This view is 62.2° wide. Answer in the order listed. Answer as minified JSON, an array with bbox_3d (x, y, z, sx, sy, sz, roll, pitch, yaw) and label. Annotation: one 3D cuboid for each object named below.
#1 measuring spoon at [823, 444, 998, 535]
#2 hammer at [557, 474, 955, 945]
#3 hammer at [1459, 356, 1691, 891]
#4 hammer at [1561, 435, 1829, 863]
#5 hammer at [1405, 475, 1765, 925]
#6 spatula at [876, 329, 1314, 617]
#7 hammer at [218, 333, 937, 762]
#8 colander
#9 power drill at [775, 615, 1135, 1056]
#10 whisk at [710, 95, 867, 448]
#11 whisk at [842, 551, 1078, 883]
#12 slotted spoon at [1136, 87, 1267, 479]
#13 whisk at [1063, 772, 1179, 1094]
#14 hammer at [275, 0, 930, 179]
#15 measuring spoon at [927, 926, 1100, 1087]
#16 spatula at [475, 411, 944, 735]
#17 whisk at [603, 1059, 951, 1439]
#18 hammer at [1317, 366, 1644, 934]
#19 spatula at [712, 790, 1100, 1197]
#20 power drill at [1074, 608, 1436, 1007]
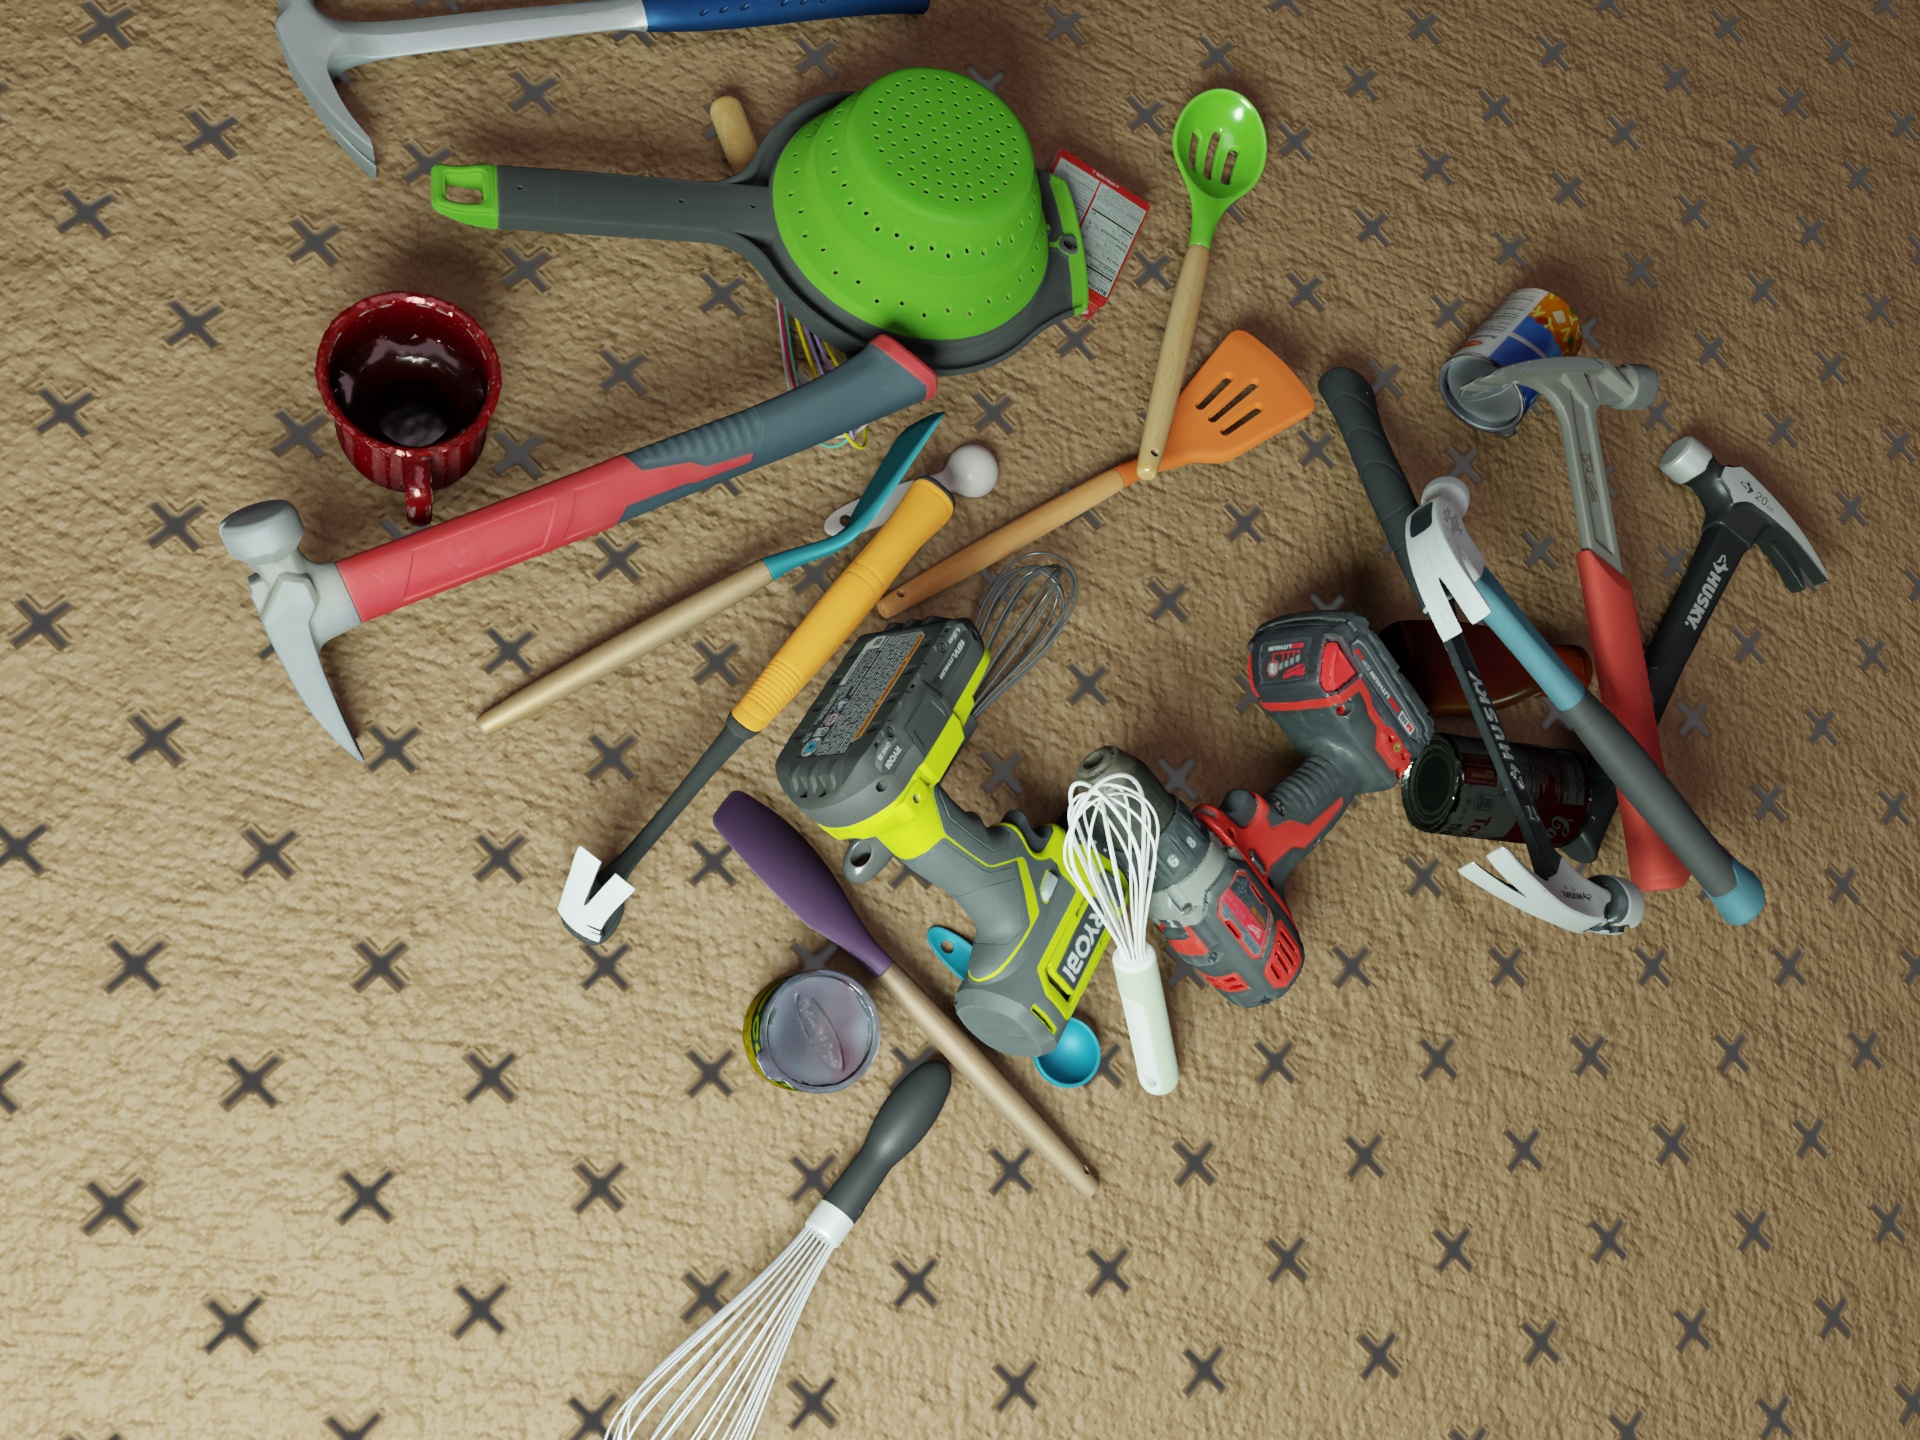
[{"bbox_3d":[-0.029,-0.142,0.988,0.124,0.018,0.034,-25,87,-21],"label":"measuring spoon"},{"bbox_3d":[-0.104,-0.020,0.890,0.034,0.127,0.337,38,65,-2],"label":"hammer"},{"bbox_3d":[0.428,-0.065,1.060,0.149,0.037,0.359,-6,86,-23],"label":"hammer"},{"bbox_3d":[0.505,-0.039,1.131,0.146,0.035,0.335,37,70,-6],"label":"hammer"},{"bbox_3d":[0.391,-0.005,0.993,0.331,0.033,0.128,48,36,-6],"label":"hammer"},{"bbox_3d":[0.082,-0.150,1.014,0.322,0.041,0.081,-31,69,-20],"label":"spatula"},{"bbox_3d":[-0.183,-0.112,0.873,0.386,0.038,0.143,-25,123,-19],"label":"hammer"},{"bbox_3d":[-0.098,-0.314,0.923,0.397,0.094,0.205,-2,70,-18],"label":"colander"},{"bbox_3d":[0.019,0.050,0.896,0.228,0.080,0.191,50,55,-29],"label":"power drill"},{"bbox_3d":[-0.106,-0.276,0.986,0.047,0.051,0.245,-13,77,-41],"label":"whisk"},{"bbox_3d":[-0.002,-0.004,0.954,0.055,0.055,0.239,36,74,-8],"label":"whisk"},{"bbox_3d":[0.152,-0.293,1.059,0.070,0.031,0.314,20,66,-12],"label":"slotted spoon"},{"bbox_3d":[0.095,0.127,0.887,0.059,0.058,0.246,-38,132,-28],"label":"whisk"},{"bbox_3d":[-0.207,-0.433,0.986,0.405,0.035,0.144,-16,83,-21],"label":"hammer"},{"bbox_3d":[0.027,0.169,0.942,0.128,0.021,0.042,41,60,4],"label":"measuring spoon"},{"bbox_3d":[-0.140,-0.084,0.919,0.317,0.082,0.044,-31,102,-15],"label":"spatula"},{"bbox_3d":[-0.090,0.298,0.854,0.070,0.070,0.285,42,64,-5],"label":"whisk"},{"bbox_3d":[0.304,-0.059,1.003,0.149,0.036,0.409,12,53,-41],"label":"hammer"},{"bbox_3d":[-0.026,0.159,0.910,0.316,0.018,0.060,48,26,-8],"label":"spatula"},{"bbox_3d":[0.173,0.032,0.950,0.187,0.080,0.227,50,61,-22],"label":"power drill"}]
